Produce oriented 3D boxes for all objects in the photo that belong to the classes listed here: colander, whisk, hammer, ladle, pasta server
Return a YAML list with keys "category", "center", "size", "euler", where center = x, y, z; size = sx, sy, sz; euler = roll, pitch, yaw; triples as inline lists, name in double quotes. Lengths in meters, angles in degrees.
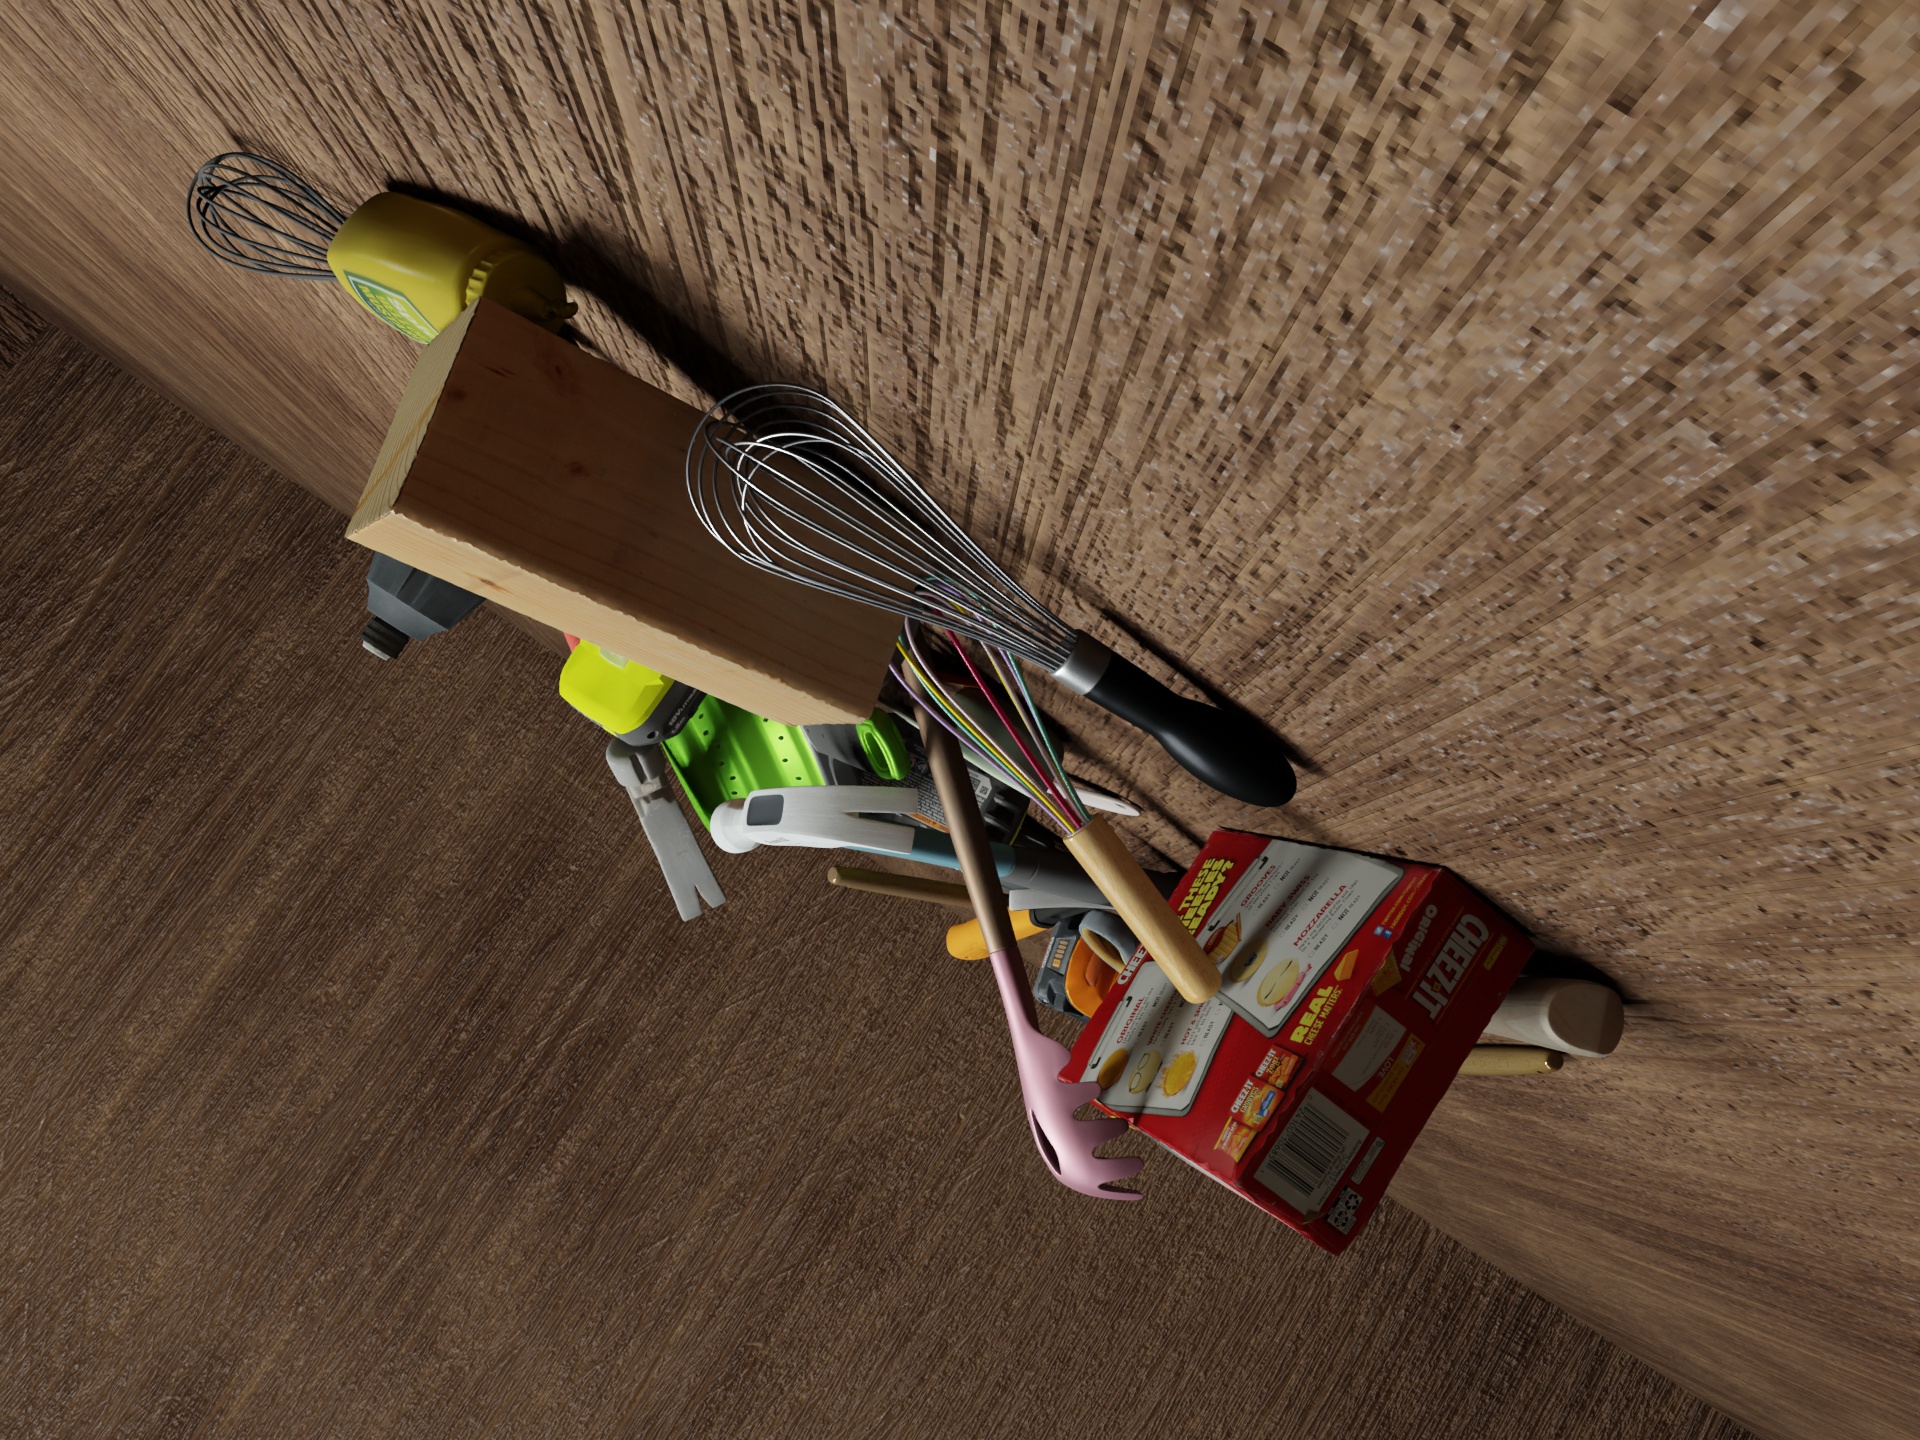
- category: "colander"
  center: [-0.121, 0.017, 0.970]
  size: [0.204, 0.094, 0.397]
  euler: [66, 166, -11]
- category: "whisk"
  center: [0.046, 0.030, 0.743]
  size: [0.245, 0.051, 0.047]
  euler: [53, -167, -4]
- category: "whisk"
  center: [-0.279, -0.213, 0.763]
  size: [0.239, 0.055, 0.055]
  euler: [27, 169, 15]
- category: "hammer"
  center: [-0.246, -0.023, 1.107]
  size: [0.359, 0.036, 0.149]
  euler: [54, 164, 46]
- category: "hammer"
  center: [0.214, 0.145, 0.872]
  size: [0.146, 0.038, 0.410]
  euler: [15, 171, -9]
- category: "ladle"
  center: [0.318, 0.219, 1.020]
  size: [0.069, 0.031, 0.315]
  euler: [11, 167, 0]
- category: "hammer"
  center: [0.034, 0.082, 0.903]
  size: [0.330, 0.033, 0.128]
  euler: [14, 165, -29]
- category: "pasta server"
  center: [0.021, 0.086, 0.790]
  size: [0.060, 0.040, 0.316]
  euler: [128, 127, -70]
- category: "whisk"
  center: [0.022, -0.040, 0.625]
  size: [0.284, 0.070, 0.070]
  euler: [31, 172, -15]
- category: "hammer"
  center: [0.046, 0.148, 1.192]
  size: [0.127, 0.034, 0.337]
  euler: [6, 165, -17]

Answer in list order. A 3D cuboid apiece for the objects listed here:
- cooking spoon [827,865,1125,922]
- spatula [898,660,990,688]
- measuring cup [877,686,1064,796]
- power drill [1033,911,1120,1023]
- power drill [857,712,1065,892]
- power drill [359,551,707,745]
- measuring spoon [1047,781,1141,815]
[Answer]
- category: "cooking spoon"
  center: [0.021, 0.145, 1.288]
  size: [0.318, 0.017, 0.069]
  euler: [14, 166, -41]
- category: "spatula"
  center: [-0.112, -0.091, 0.812]
  size: [0.322, 0.041, 0.081]
  euler: [39, 171, -37]
- category: "measuring cup"
  center: [-0.001, -0.003, 0.937]
  size: [0.083, 0.038, 0.168]
  euler: [36, 175, -38]
- category: "power drill"
  center: [0.161, 0.202, 1.196]
  size: [0.164, 0.084, 0.226]
  euler: [31, 163, -35]
- category: "power drill"
  center: [0.007, 0.079, 1.211]
  size: [0.190, 0.080, 0.228]
  euler: [25, 171, 15]
- category: "power drill"
  center: [-0.212, -0.077, 0.861]
  size: [0.080, 0.171, 0.223]
  euler: [29, 173, 29]
- category: "measuring spoon"
  center: [0.066, 0.038, 0.999]
  size: [0.124, 0.018, 0.034]
  euler: [16, 161, 42]
